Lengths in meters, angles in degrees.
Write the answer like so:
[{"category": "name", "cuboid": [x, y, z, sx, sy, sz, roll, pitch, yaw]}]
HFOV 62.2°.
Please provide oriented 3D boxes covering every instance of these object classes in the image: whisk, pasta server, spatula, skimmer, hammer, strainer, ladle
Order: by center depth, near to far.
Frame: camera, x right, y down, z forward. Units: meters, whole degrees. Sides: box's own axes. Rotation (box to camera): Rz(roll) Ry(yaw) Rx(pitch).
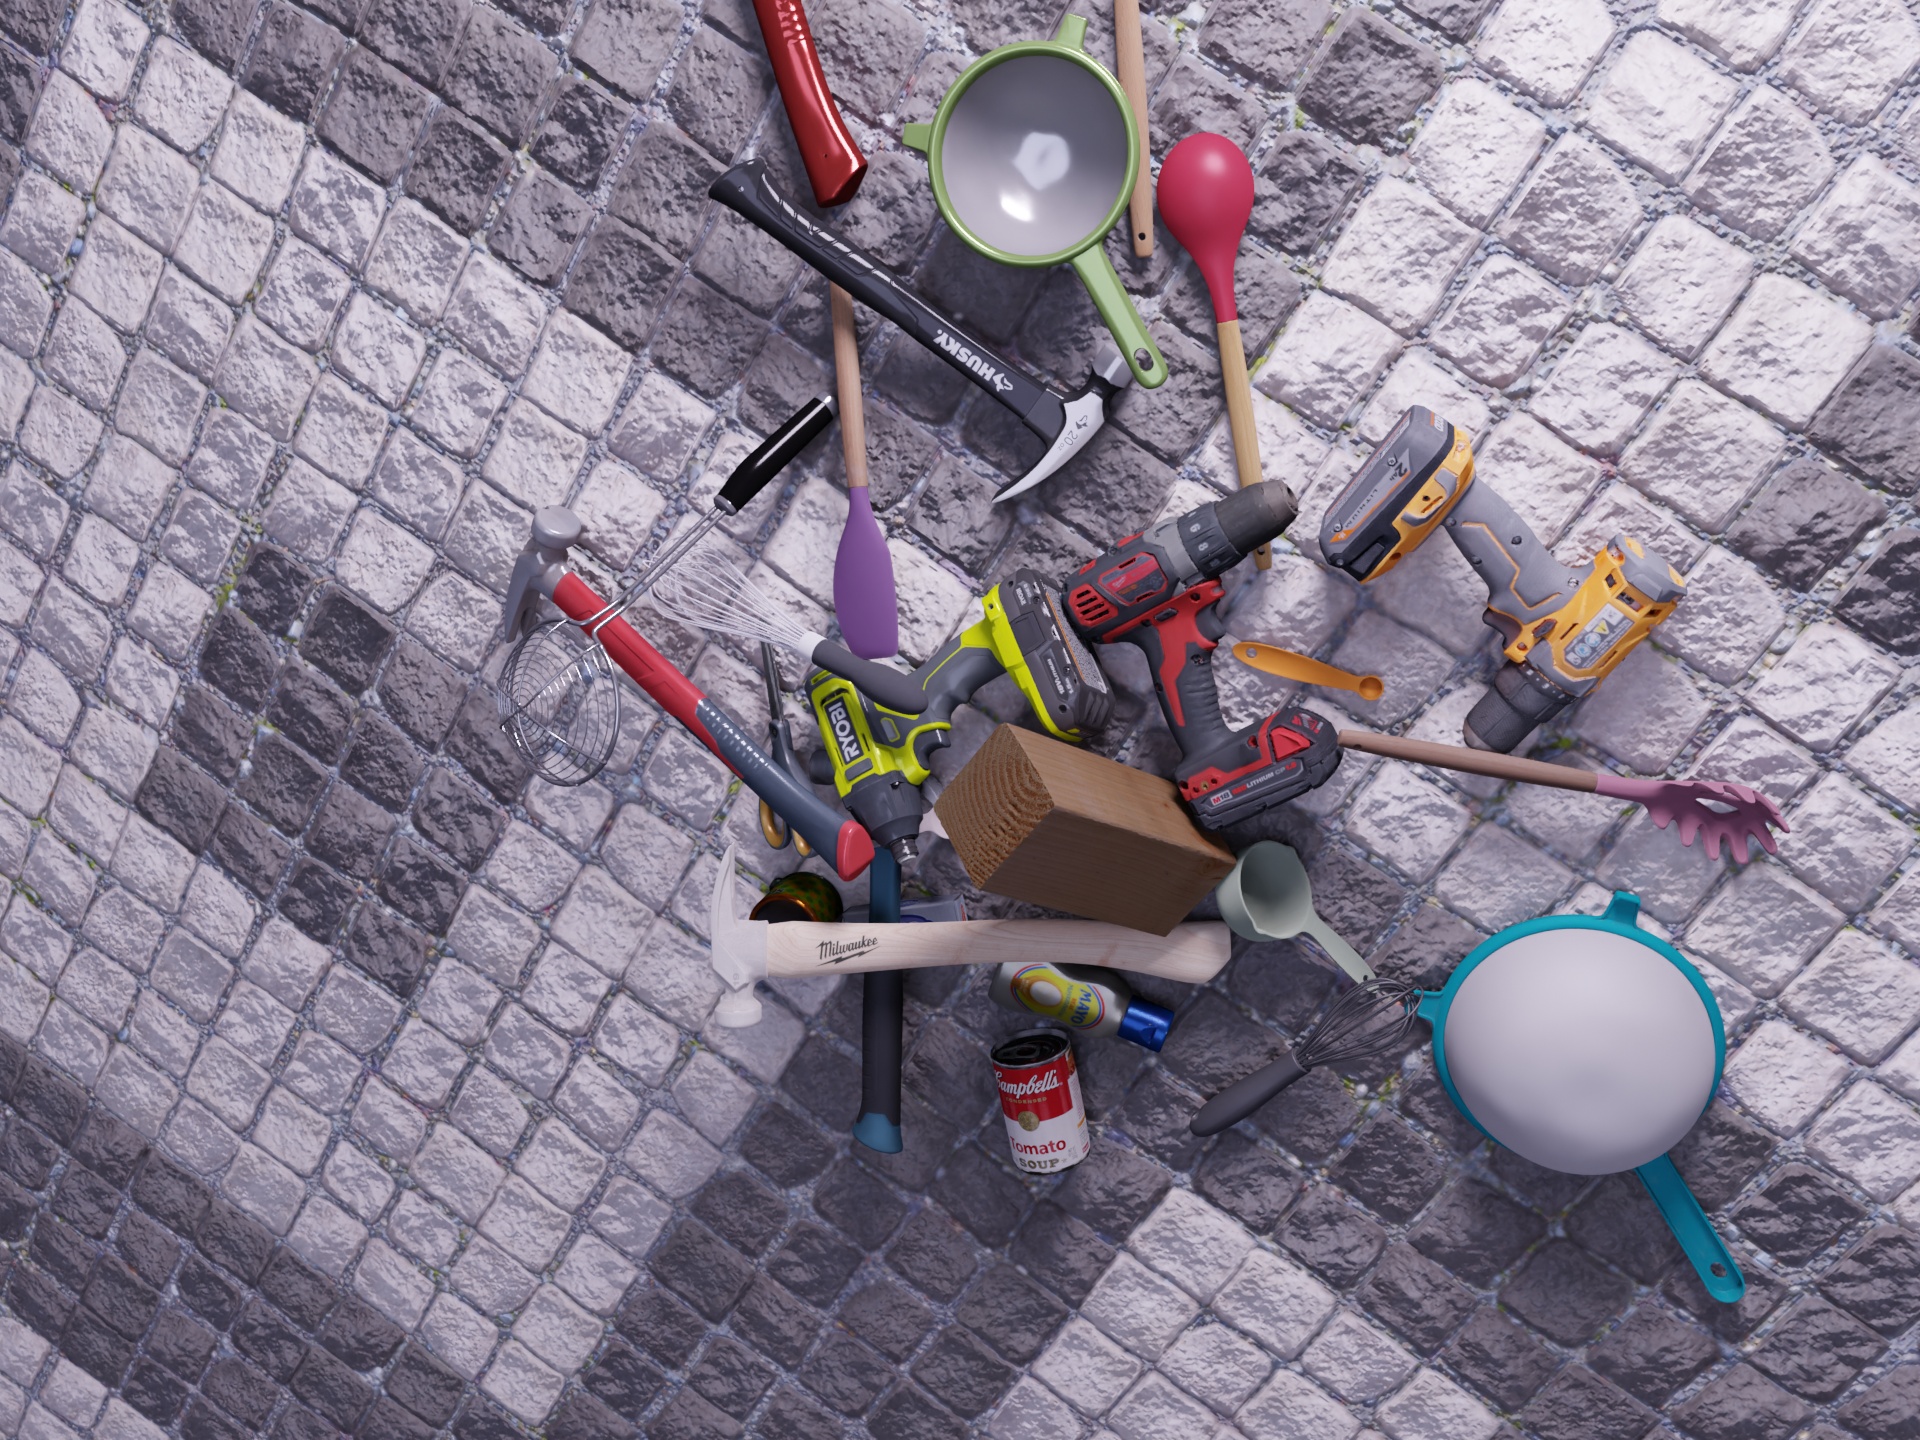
[{"category": "spatula", "cuboid": [0.112, -0.486, 1.105, 0.082, 0.044, 0.317, -2, 105, 17]}, {"category": "strainer", "cuboid": [0.083, -0.354, 1.137, 0.151, 0.069, 0.256, -28, 97, 20]}, {"category": "pasta server", "cuboid": [0.427, 0.045, 1.138, 0.316, 0.040, 0.060, 10, 133, 1]}, {"category": "ladle", "cuboid": [0.196, -0.263, 1.154, 0.069, 0.031, 0.315, -7, 104, 18]}, {"category": "hammer", "cuboid": [-0.153, -0.555, 1.165, 0.149, 0.037, 0.359, -14, 100, 19]}, {"category": "hammer", "cuboid": [-0.043, -0.301, 1.182, 0.334, 0.035, 0.146, 35, 112, -5]}, {"category": "strainer", "cuboid": [0.497, 0.312, 1.189, 0.211, 0.095, 0.340, -32, 93, 21]}, {"category": "spatula", "cuboid": [-0.083, -0.204, 1.223, 0.060, 0.018, 0.316, -2, 94, 32]}, {"category": "skimmer", "cuboid": [-0.215, -0.107, 1.226, 0.127, 0.090, 0.363, 35, 74, 28]}, {"category": "whisk", "cuboid": [-0.141, -0.069, 1.247, 0.285, 0.070, 0.070, 28, 112, 25]}, {"category": "whisk", "cuboid": [0.270, 0.273, 1.262, 0.055, 0.055, 0.239, 47, 120, -1]}, {"category": "hammer", "cuboid": [0.008, 0.168, 1.264, 0.410, 0.038, 0.146, -1, 96, 0]}, {"category": "hammer", "cuboid": [-0.222, -0.001, 1.279, 0.386, 0.038, 0.143, 42, 132, 13]}, {"category": "hammer", "cuboid": [-0.064, 0.191, 1.313, 0.128, 0.033, 0.331, 2, 93, 17]}]

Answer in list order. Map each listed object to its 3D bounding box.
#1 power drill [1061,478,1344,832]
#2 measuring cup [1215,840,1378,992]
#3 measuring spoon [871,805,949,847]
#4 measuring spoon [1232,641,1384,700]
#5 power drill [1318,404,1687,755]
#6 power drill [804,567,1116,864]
[{"category": "power drill", "cuboid": [0.201, -0.051, 1.179, 0.188, 0.080, 0.226, -28, 93, 26]}, {"category": "measuring cup", "cuboid": [0.262, 0.162, 1.241, 0.167, 0.083, 0.038, 43, 146, -18]}, {"category": "measuring spoon", "cuboid": [-0.045, 0.088, 1.279, 0.124, 0.018, 0.034, -14, 74, 24]}, {"category": "measuring spoon", "cuboid": [0.263, -0.040, 1.205, 0.117, 0.011, 0.021, 17, 113, 14]}, {"category": "power drill", "cuboid": [0.362, -0.091, 1.126, 0.226, 0.084, 0.185, 35, 120, -1]}, {"category": "power drill", "cuboid": [-0.002, -0.004, 1.230, 0.223, 0.080, 0.171, -29, 70, 21]}]
